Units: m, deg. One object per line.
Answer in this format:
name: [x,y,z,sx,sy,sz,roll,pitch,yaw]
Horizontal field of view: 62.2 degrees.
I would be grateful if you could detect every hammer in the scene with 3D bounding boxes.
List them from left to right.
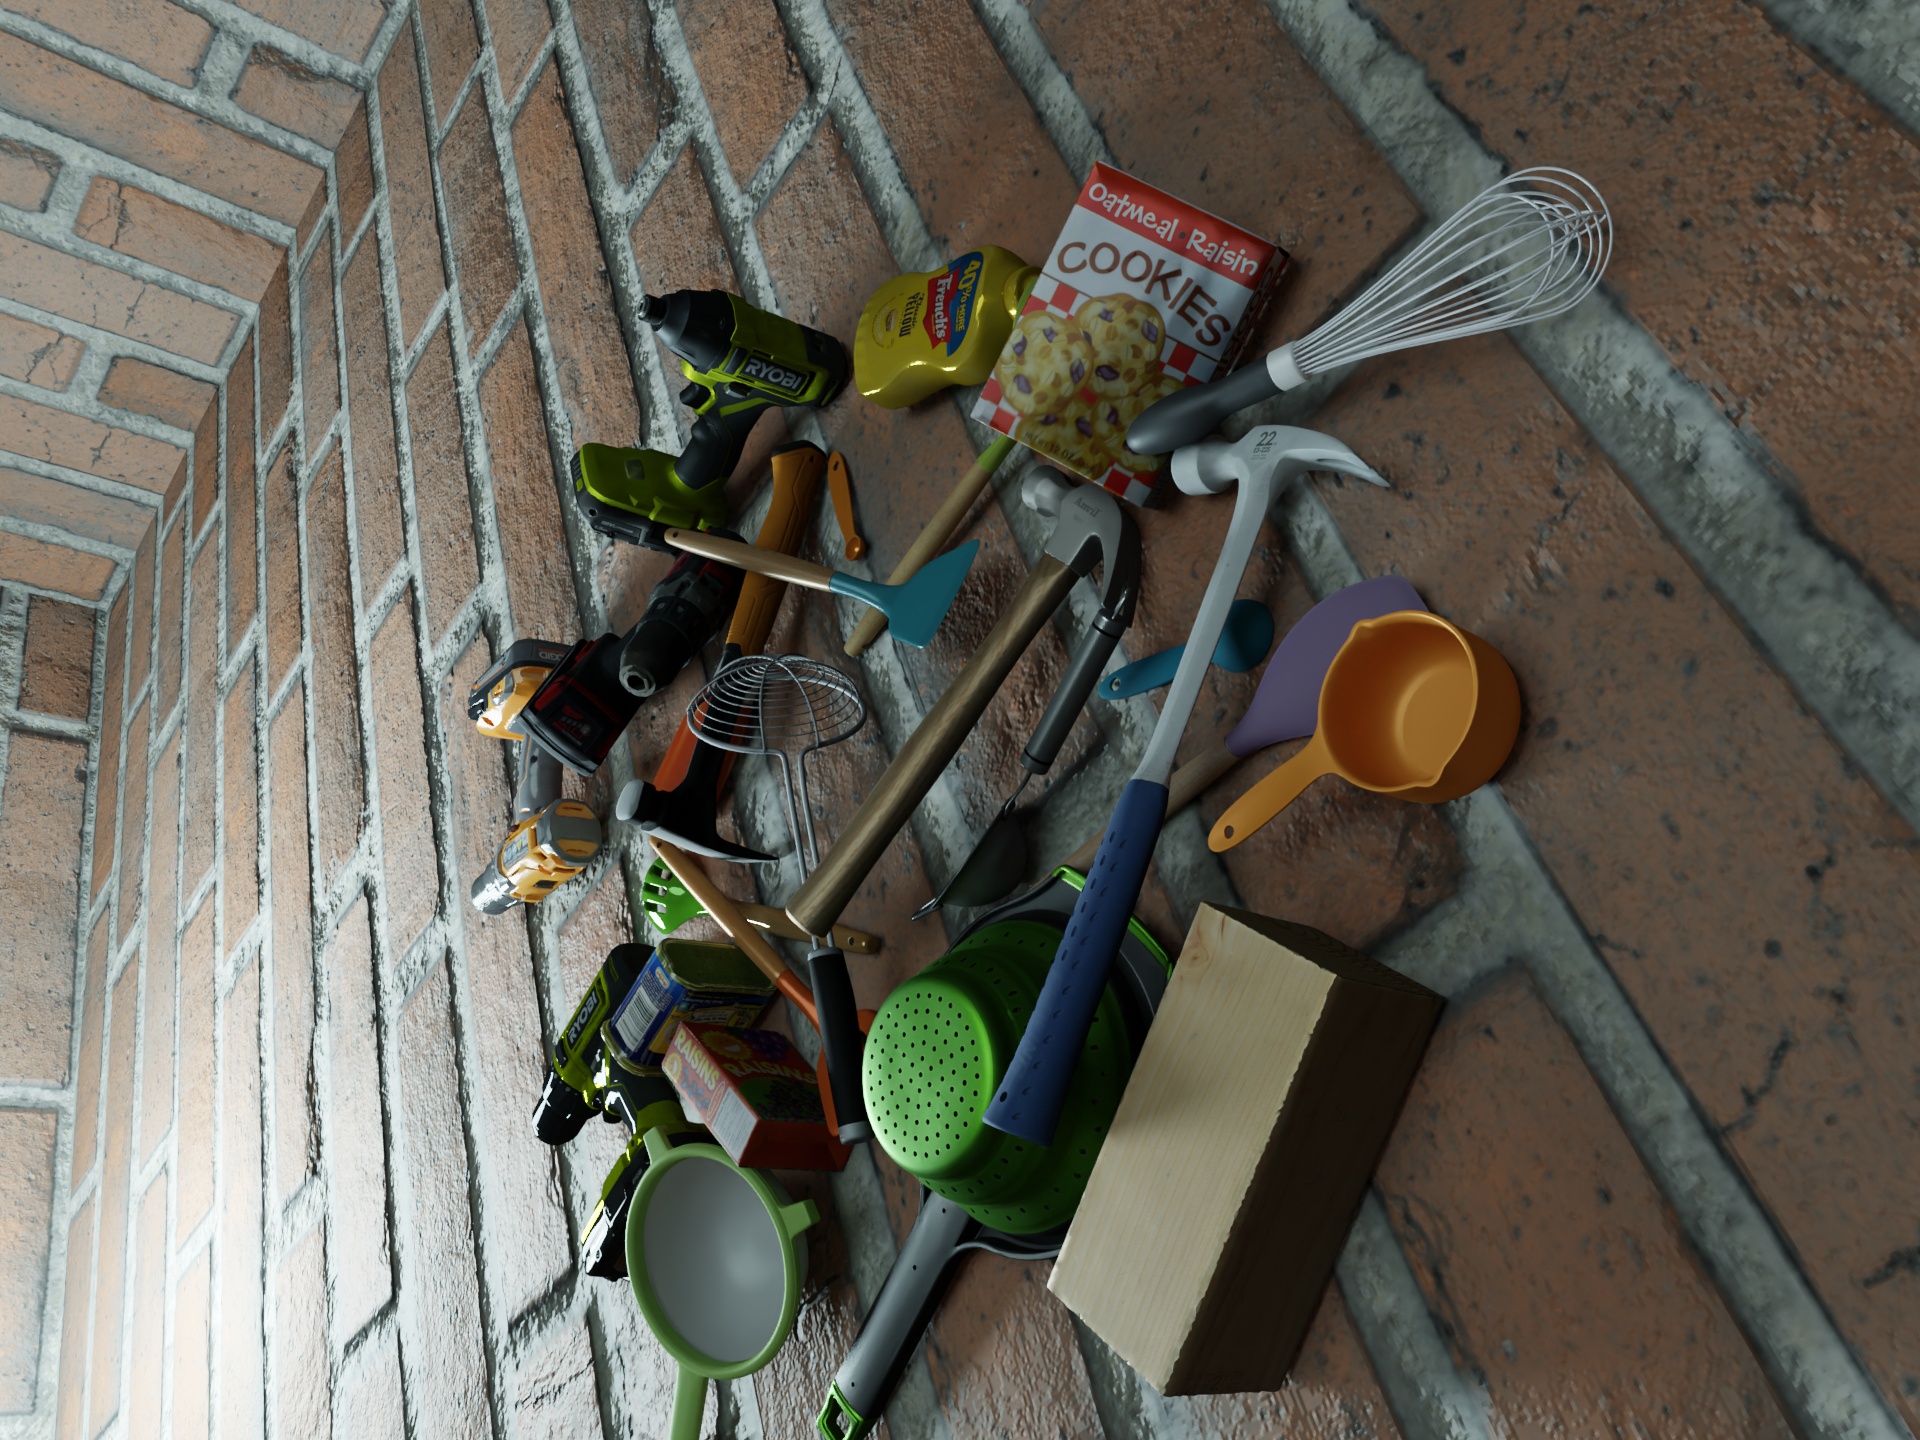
hammer: [-0.156,-0.060,1.217,0.034,0.127,0.337,-9,61,51]
hammer: [-0.002,-0.003,0.992,0.331,0.031,0.130,-54,41,4]
hammer: [0.106,0.024,0.832,0.144,0.035,0.405,5,69,55]

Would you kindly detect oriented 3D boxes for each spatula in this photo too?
spatula: [-0.142,0.165,1.122,0.081,0.041,0.323,-52,51,0]
spatula: [-0.111,-0.111,1.132,0.318,0.044,0.082,18,75,38]
spatula: [0.132,0.027,0.880,0.316,0.018,0.060,-43,64,33]

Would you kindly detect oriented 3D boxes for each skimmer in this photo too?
skimmer: [-0.104,0.109,1.079,0.090,0.127,0.364,113,147,-62]

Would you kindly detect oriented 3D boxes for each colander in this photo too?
colander: [-0.022,0.269,0.912,0.205,0.094,0.397,40,110,43]

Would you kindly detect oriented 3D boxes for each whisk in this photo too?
whisk: [0.200,-0.198,0.830,0.284,0.070,0.070,-21,61,41]

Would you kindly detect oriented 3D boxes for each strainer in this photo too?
strainer: [-0.157,0.404,1.066,0.151,0.069,0.256,14,99,34]
strainer: [0.043,0.032,0.949,0.050,0.087,0.258,30,114,6]

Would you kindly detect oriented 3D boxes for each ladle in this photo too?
ladle: [-0.004,-0.163,1.087,0.062,0.078,0.320,50,125,17]

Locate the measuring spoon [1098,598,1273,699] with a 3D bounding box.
measuring spoon: [0.122,-0.037,0.912,0.128,0.021,0.042,-23,60,43]

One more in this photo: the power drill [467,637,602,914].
power drill: [-0.406,0.061,1.480,0.185,0.084,0.226,-34,57,41]

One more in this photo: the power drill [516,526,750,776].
power drill: [-0.267,-0.045,1.293,0.226,0.080,0.188,-37,19,36]

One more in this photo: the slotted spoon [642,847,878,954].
slotted spoon: [-0.161,0.143,1.191,0.314,0.031,0.070,5,84,50]

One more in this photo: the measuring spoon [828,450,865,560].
measuring spoon: [-0.087,-0.166,1.226,0.021,0.011,0.117,-44,44,33]

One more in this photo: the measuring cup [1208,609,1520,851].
measuring cup: [0.196,0.020,0.781,0.173,0.052,0.095,-44,47,35]

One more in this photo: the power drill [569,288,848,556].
power drill: [-0.218,-0.243,1.285,0.223,0.171,0.080,-48,45,33]

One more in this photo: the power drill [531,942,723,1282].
power drill: [-0.259,0.309,1.212,0.190,0.080,0.229,-57,39,19]
